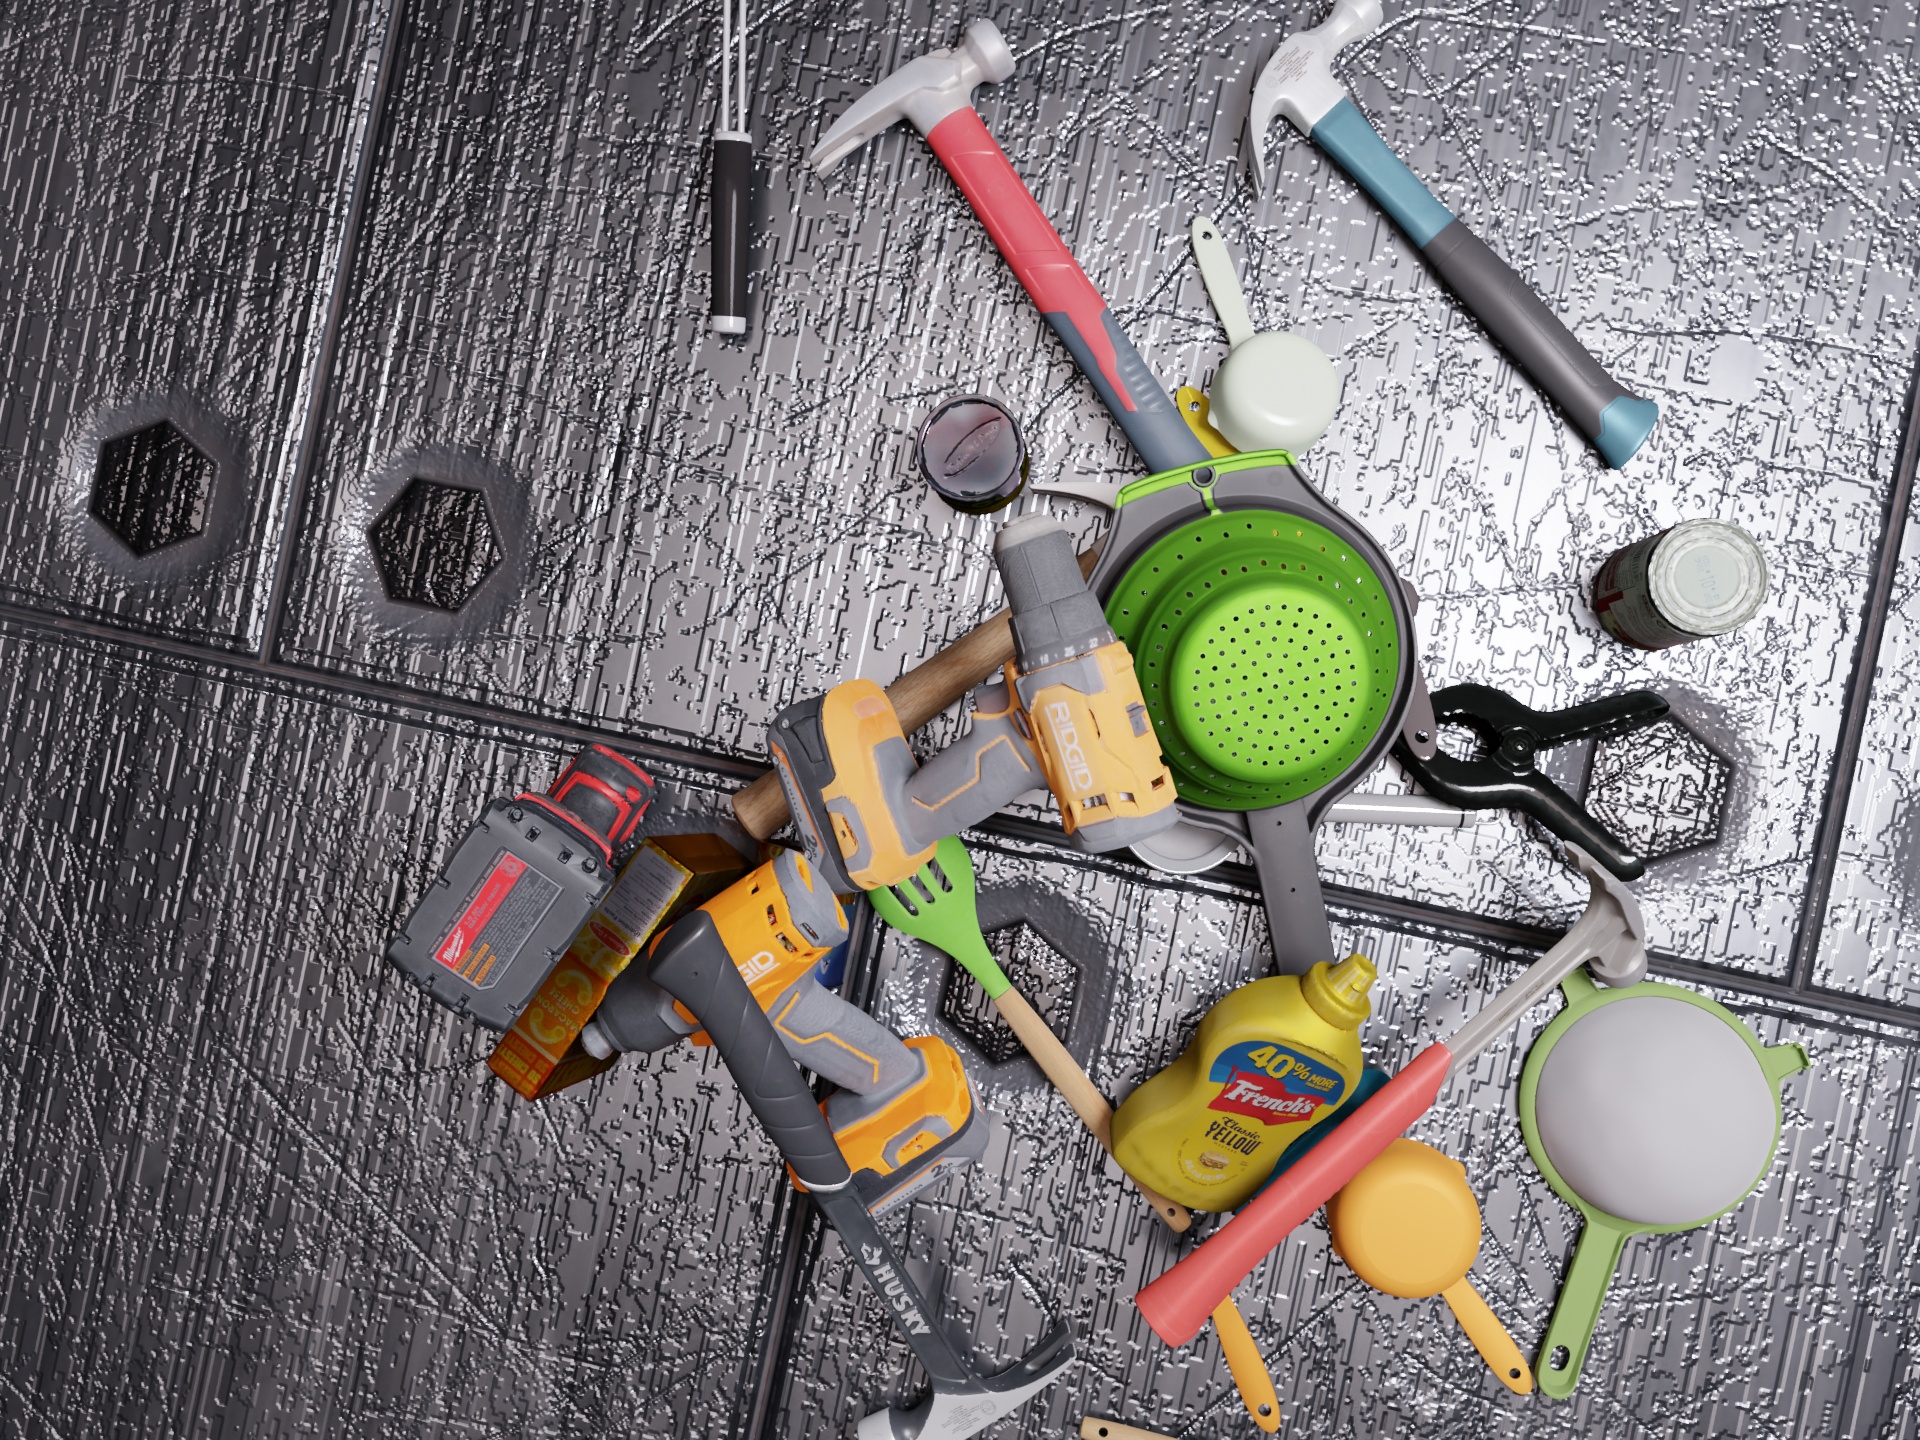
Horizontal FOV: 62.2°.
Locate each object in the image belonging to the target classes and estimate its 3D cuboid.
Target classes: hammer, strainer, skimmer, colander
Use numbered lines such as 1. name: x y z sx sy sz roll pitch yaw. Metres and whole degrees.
1. hammer: 0.058 -0.243 0.980 0.143 0.038 0.386 -33 80 6
2. hammer: -0.065 0.273 0.911 0.149 0.036 0.408 -25 115 2
3. strainer: 0.393 0.282 0.929 0.151 0.069 0.256 20 90 7
4. hammer: 0.303 -0.288 0.971 0.128 0.033 0.331 -41 85 3
5. hammer: 0.238 0.219 0.894 0.359 0.149 0.037 -42 49 3
6. skimmer: -0.139 -0.434 1.028 0.127 0.090 0.363 3 99 3
7. hammer: -0.005 -0.033 1.002 0.331 0.031 0.130 -35 86 5
8. strainer: 0.202 0.053 0.972 0.258 0.050 0.087 3 88 1
9. colander: 0.184 0.050 0.904 0.204 0.094 0.397 -14 102 1

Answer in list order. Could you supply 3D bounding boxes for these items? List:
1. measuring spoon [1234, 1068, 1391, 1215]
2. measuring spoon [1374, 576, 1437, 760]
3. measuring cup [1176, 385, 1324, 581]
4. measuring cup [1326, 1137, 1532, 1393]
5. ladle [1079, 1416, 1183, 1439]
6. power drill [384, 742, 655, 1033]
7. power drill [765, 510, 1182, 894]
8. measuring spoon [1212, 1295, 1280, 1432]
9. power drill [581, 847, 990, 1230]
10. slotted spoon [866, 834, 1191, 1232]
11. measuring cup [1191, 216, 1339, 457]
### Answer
1. measuring spoon: 0.217 0.264 0.968 0.128 0.021 0.042 -45 114 7
2. measuring spoon: 0.268 -0.035 0.955 0.034 0.018 0.124 -7 65 4
3. measuring cup: 0.181 -0.143 0.991 0.062 0.029 0.157 -32 74 2
4. measuring cup: 0.290 0.334 0.948 0.095 0.052 0.174 -36 83 5
5. ladle: 0.229 0.466 0.953 0.320 0.062 0.078 12 63 10
6. power drill: -0.250 0.095 0.934 0.078 0.220 0.143 35 95 -7
7. power drill: -0.001 -0.003 0.900 0.226 0.084 0.185 -17 93 34
8. measuring spoon: 0.171 0.385 0.981 0.021 0.011 0.117 -23 86 6
9. power drill: -0.102 0.198 0.932 0.164 0.084 0.226 -33 118 5
10. slotted spoon: 0.044 0.190 0.994 0.070 0.031 0.314 -38 86 6
11. measuring cup: 0.179 -0.242 0.975 0.083 0.038 0.168 -17 81 -11
